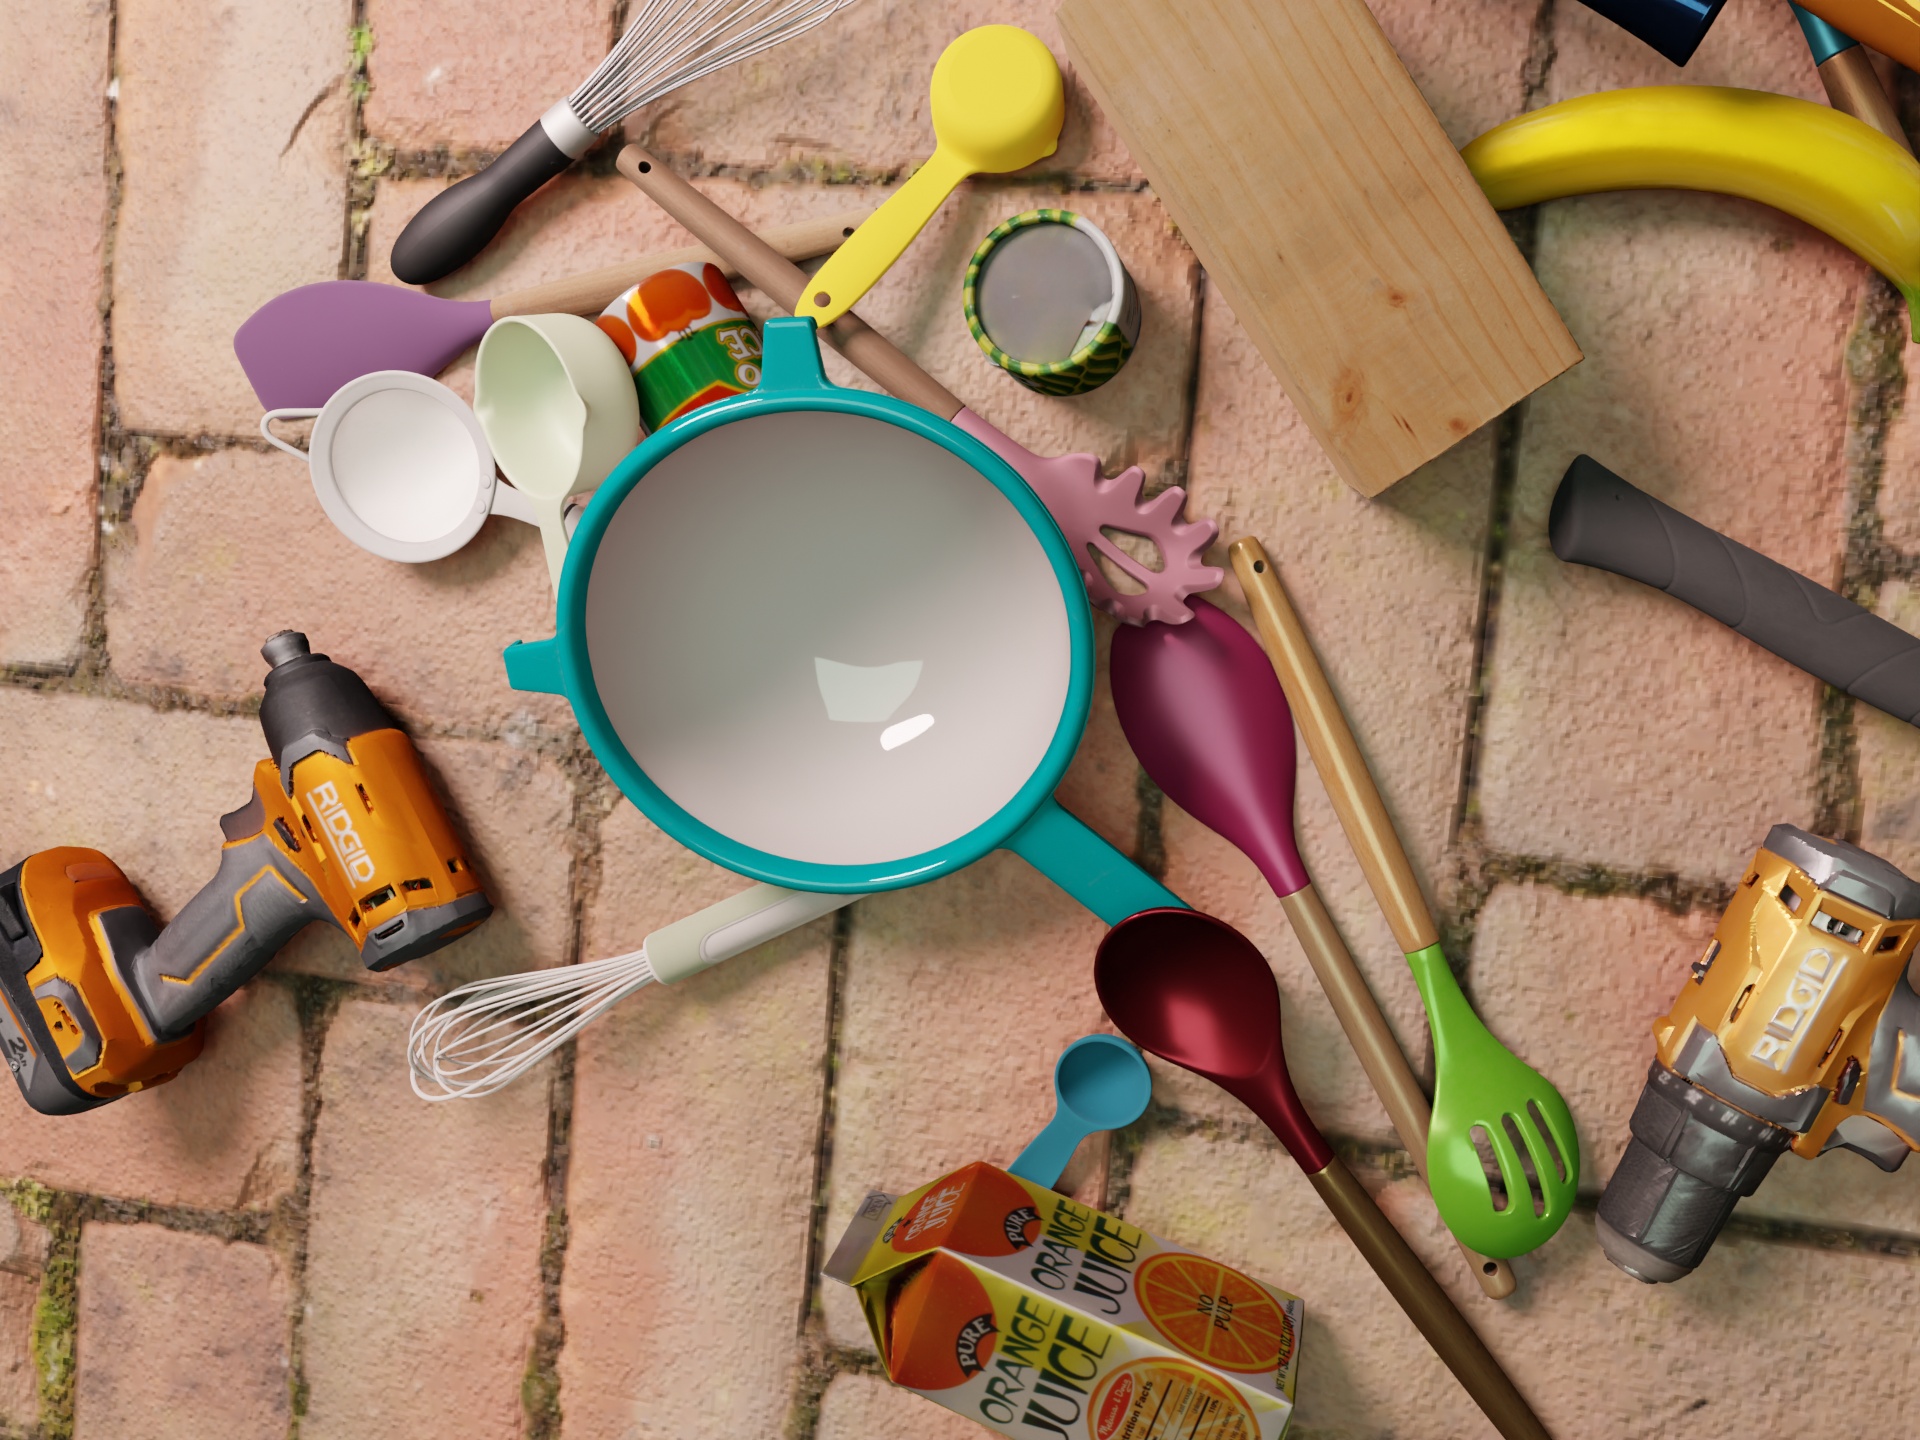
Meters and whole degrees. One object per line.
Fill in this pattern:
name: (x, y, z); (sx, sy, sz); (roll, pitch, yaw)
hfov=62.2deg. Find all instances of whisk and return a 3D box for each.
whisk: (-0.143, 0.112, 0.718); (0.246, 0.059, 0.057); (-25, 126, 9)
whisk: (-0.146, -0.279, 0.693); (0.284, 0.070, 0.070); (-33, 86, 17)

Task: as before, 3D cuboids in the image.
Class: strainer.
strainer: (-0.001, -0.002, 0.666); (0.340, 0.095, 0.211); (39, 112, -13)
strainer: (-0.187, -0.092, 0.720); (0.258, 0.050, 0.087); (21, 107, 5)

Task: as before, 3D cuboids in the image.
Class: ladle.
ladle: (0.162, 0.200, 0.647); (0.069, 0.031, 0.315); (-36, 94, 24)

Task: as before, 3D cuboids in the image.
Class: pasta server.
pasta server: (-0.023, -0.146, 0.670); (0.316, 0.040, 0.060); (39, 84, 4)

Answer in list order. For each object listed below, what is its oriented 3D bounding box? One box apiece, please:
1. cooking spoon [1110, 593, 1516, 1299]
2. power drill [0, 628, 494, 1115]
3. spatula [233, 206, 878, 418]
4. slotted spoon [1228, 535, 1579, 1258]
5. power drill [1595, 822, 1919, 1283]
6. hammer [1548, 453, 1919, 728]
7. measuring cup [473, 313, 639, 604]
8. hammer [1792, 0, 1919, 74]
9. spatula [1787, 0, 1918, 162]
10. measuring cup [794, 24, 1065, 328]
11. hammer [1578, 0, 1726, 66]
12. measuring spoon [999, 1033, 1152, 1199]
cooking spoon: (0.152, 0.094, 0.663); (0.069, 0.017, 0.319); (-28, 87, 11)
power drill: (-0.350, 0.070, 0.746); (0.226, 0.084, 0.164); (-28, 86, 9)
spatula: (-0.187, -0.192, 0.721); (0.316, 0.018, 0.059); (-9, 121, 12)
slotted spoon: (0.176, 0.069, 0.649); (0.070, 0.031, 0.314); (-21, 85, -15)
power drill: (0.368, 0.166, 0.589); (0.226, 0.084, 0.185); (27, 99, 14)
hammer: (0.402, 0.012, 0.573); (0.409, 0.036, 0.149); (33, 64, 15)
measuring cup: (-0.160, -0.090, 0.680); (0.083, 0.038, 0.167); (10, 116, 42)
hammer: (0.266, -0.312, 0.568); (0.337, 0.034, 0.127); (42, 127, 13)
spatula: (0.334, -0.223, 0.592); (0.082, 0.044, 0.317); (-24, 89, 37)
measuring cup: (-0.016, -0.224, 0.657); (0.062, 0.029, 0.156); (39, 84, 8)
hammer: (0.092, -0.349, 0.584); (0.405, 0.144, 0.035); (33, 125, 11)
measuring spoon: (0.040, 0.186, 0.698); (0.042, 0.021, 0.128); (35, 109, 5)
